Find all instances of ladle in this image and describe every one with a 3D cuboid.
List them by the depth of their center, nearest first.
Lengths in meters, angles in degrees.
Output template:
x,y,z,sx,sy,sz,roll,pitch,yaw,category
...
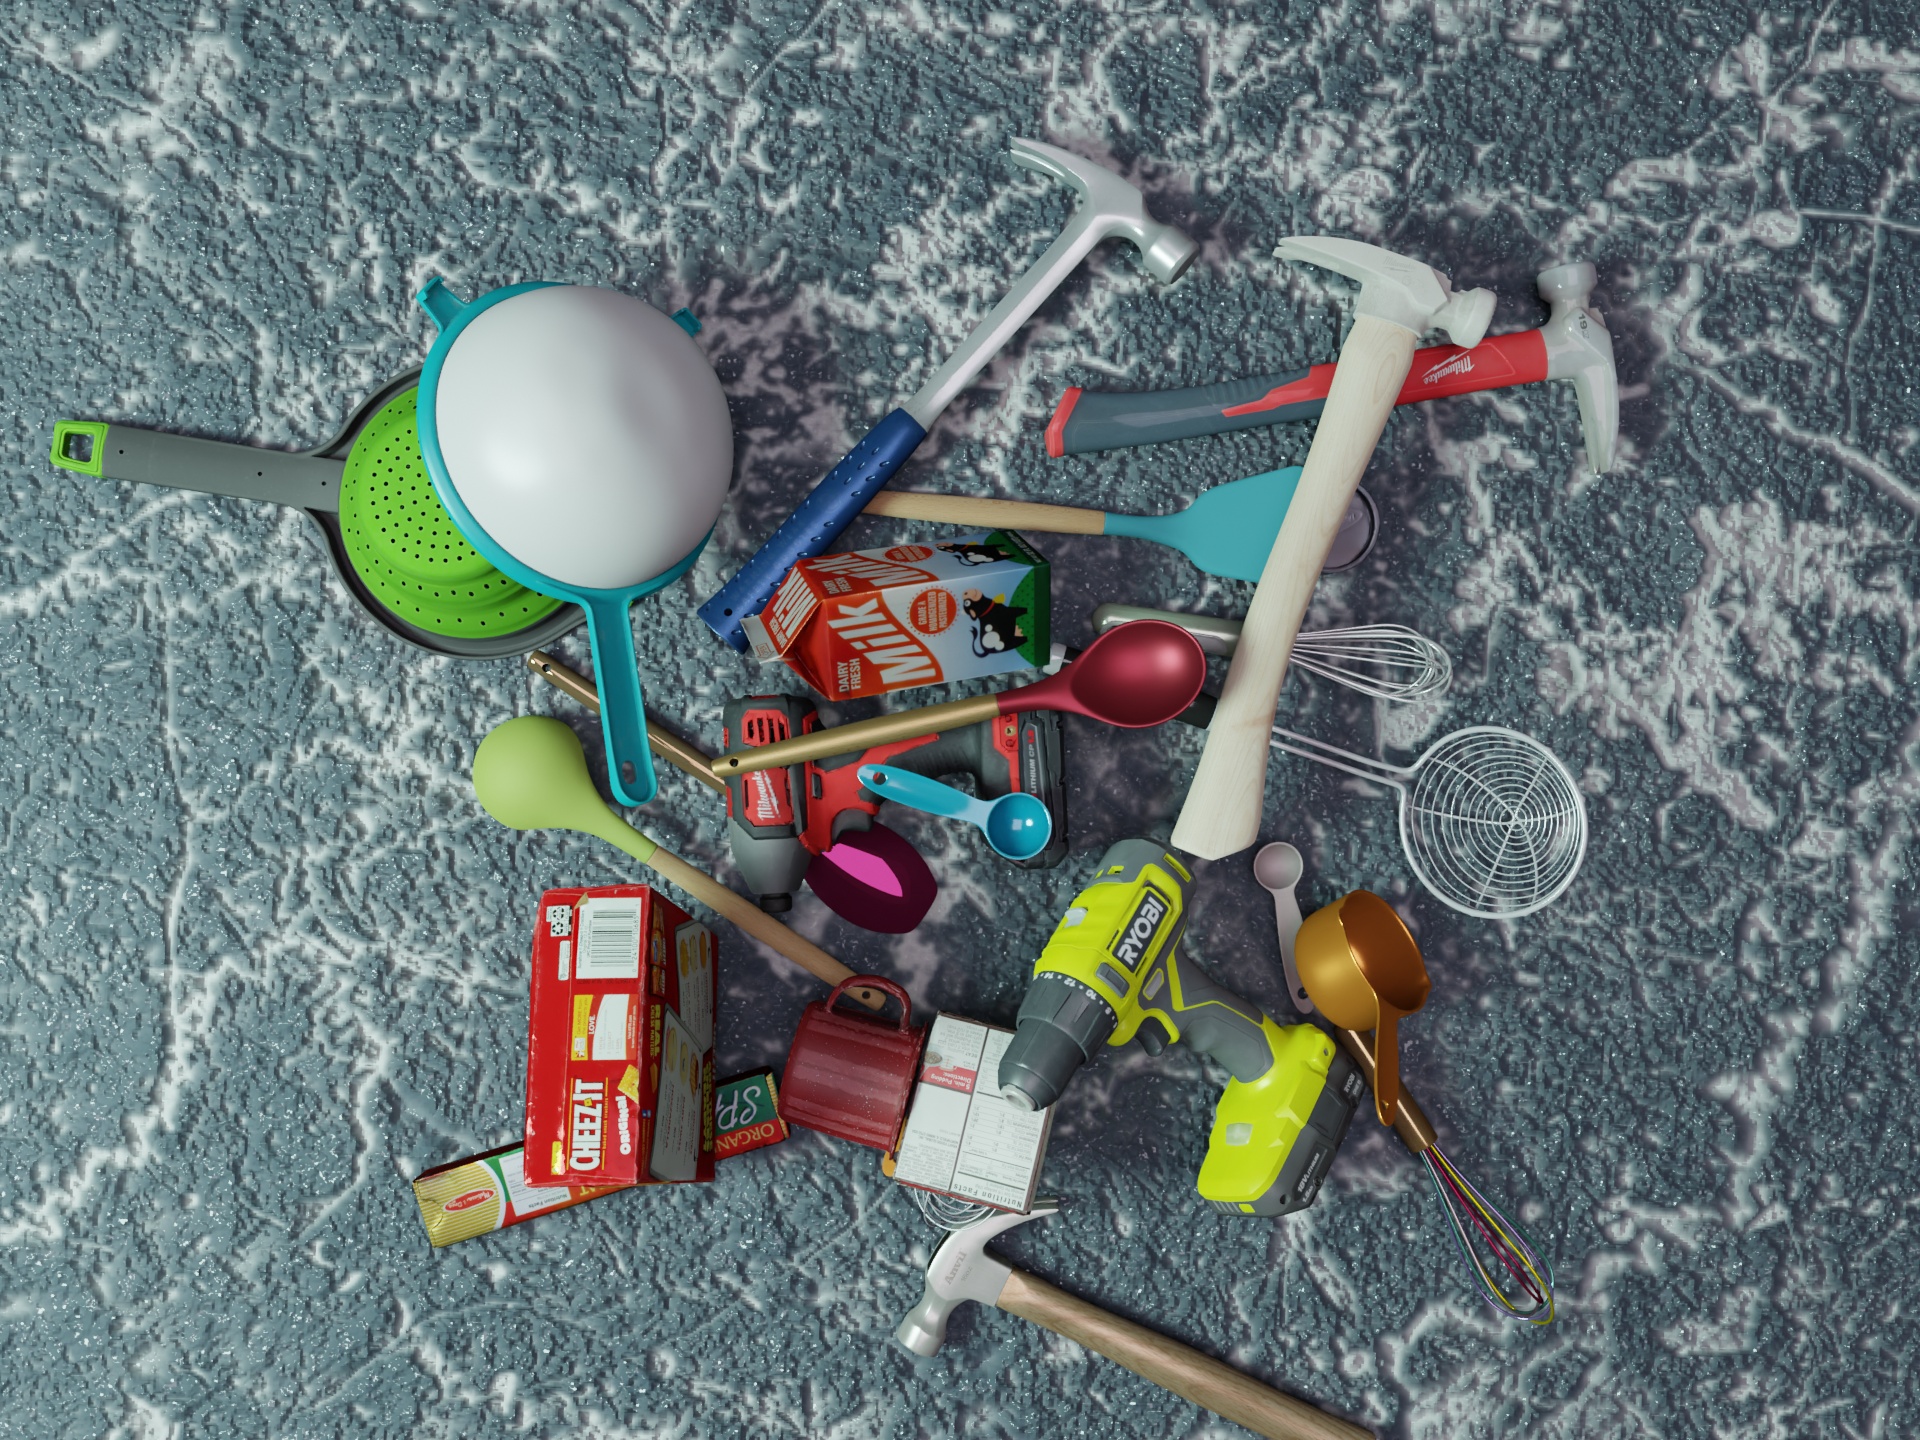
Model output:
x,y,z,sx,sy,sz,roll,pitch,yaw,category
-0.002,-0.003,0.999,0.315,0.031,0.069,-12,76,-1,ladle
-0.185,0.103,1.072,0.320,0.062,0.078,35,86,-9,ladle

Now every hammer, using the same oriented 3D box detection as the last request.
x,y,z,sx,sy,sz,roll,pitch,yaw,category
0.211,-0.110,1.031,0.146,0.038,0.411,20,87,2,hammer
-0.028,-0.211,1.056,0.144,0.035,0.405,42,88,6,hammer
0.251,-0.209,1.079,0.386,0.038,0.143,-10,93,-2,hammer
0.132,0.431,1.086,0.331,0.031,0.130,26,90,-2,hammer

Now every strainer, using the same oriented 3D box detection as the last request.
x,y,z,sx,sy,sz,roll,pitch,yaw,category
-0.206,-0.121,0.974,0.211,0.095,0.340,-4,82,-41,strainer

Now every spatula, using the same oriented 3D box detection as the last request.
x,y,z,sx,sy,sz,roll,pitch,yaw,category
0.072,-0.139,1.071,0.317,0.044,0.082,4,86,-1,spatula

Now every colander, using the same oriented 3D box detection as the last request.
x,y,z,sx,sy,sz,roll,pitch,yaw,category
-0.404,-0.154,1.029,0.397,0.094,0.204,9,90,-2,colander

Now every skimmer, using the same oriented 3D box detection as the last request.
x,y,z,sx,sy,sz,roll,pitch,yaw,category
0.228,0.024,1.053,0.363,0.090,0.127,19,108,-1,skimmer

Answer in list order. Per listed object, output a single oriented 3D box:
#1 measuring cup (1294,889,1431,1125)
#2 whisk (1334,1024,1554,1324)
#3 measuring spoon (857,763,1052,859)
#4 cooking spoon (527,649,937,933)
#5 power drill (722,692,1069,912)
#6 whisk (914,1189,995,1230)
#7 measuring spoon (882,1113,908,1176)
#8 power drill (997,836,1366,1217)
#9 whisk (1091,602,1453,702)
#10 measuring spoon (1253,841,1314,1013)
x,y,z,sx,sy,sz,roll,pitch,yaw,category
0.256,0.192,1.030,0.095,0.174,0.052,37,132,-22,measuring cup
0.332,0.307,1.086,0.051,0.047,0.245,-33,88,0,whisk
-0.004,0.053,1.006,0.128,0.021,0.042,19,87,7,measuring spoon
-0.156,0.045,1.077,0.319,0.017,0.069,33,89,-3,cooking spoon
-0.044,0.051,1.044,0.219,0.078,0.143,-2,89,-5,power drill
0.056,0.217,1.070,0.070,0.070,0.284,32,85,-2,whisk
-0.018,0.263,1.089,0.021,0.011,0.117,34,92,25,measuring spoon
0.137,0.213,1.012,0.228,0.080,0.191,43,59,-14,power drill
0.211,-0.051,1.077,0.246,0.057,0.059,9,56,2,whisk
0.226,0.142,1.096,0.034,0.018,0.124,-13,98,-2,measuring spoon
